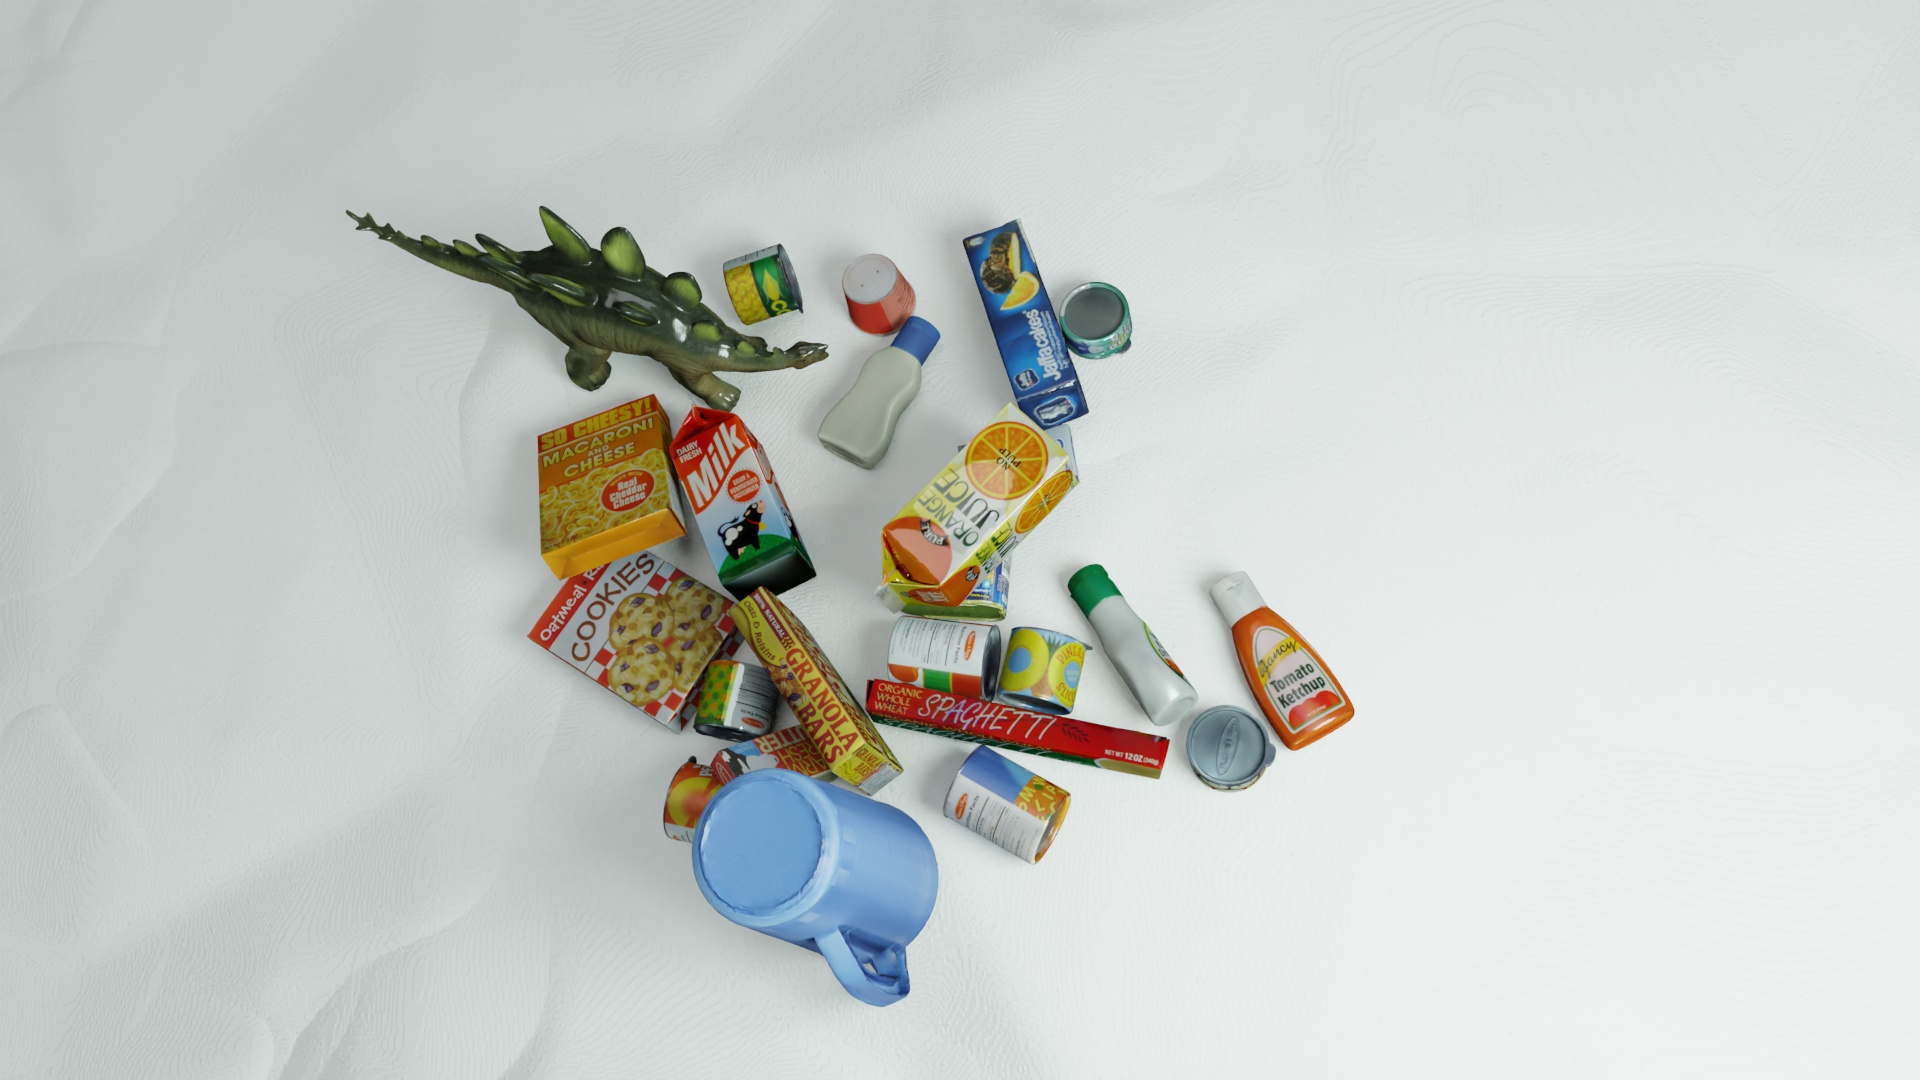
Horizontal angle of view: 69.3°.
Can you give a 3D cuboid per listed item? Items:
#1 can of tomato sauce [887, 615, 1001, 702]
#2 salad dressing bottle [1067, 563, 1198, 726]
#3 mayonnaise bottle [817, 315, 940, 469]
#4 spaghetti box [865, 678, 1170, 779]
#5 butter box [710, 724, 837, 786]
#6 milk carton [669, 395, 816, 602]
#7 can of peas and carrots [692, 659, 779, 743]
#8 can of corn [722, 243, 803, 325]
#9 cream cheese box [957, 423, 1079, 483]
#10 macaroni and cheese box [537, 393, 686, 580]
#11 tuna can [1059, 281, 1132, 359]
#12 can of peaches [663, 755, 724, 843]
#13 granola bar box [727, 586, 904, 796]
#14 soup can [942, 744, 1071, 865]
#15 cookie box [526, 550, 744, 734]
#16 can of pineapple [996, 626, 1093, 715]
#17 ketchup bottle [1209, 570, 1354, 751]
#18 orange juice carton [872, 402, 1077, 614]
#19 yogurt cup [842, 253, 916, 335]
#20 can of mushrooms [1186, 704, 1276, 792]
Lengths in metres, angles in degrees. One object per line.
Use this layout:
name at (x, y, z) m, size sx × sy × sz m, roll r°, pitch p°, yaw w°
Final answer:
can of tomato sauce at (-0.013, 0.101, 1.178) m, size 0.083 × 0.071 × 0.071 m, roll 6°, pitch 70°, yaw 14°
salad dressing bottle at (0.140, 0.084, 1.158) m, size 0.044 × 0.064 × 0.148 m, roll -37°, pitch 59°, yaw 6°
mayonnaise bottle at (-0.070, -0.141, 1.297) m, size 0.065 × 0.041 × 0.148 m, roll 27°, pitch 75°, yaw 18°
spaghetti box at (0.044, 0.154, 1.139) m, size 0.250 × 0.050 × 0.029 m, roll 10°, pitch 71°, yaw 8°
butter box at (-0.152, 0.188, 1.158) m, size 0.053 × 0.104 × 0.024 m, roll 51°, pitch 129°, yaw 23°
milk carton at (-0.205, -0.043, 1.267) m, size 0.073 × 0.072 × 0.191 m, roll -26°, pitch 66°, yaw 1°
can of peas and carrots at (-0.193, 0.140, 1.198) m, size 0.071 × 0.070 × 0.059 m, roll 6°, pitch 70°, yaw 14°
can of corn at (-0.191, -0.246, 1.349) m, size 0.058 × 0.071 × 0.071 m, roll -17°, pitch 67°, yaw 5°
cream cheese box at (0.052, -0.068, 1.252) m, size 0.104 × 0.024 × 0.053 m, roll -11°, pitch 68°, yaw 7°
macaroni and cheese box at (-0.325, -0.052, 1.283) m, size 0.124 × 0.040 × 0.167 m, roll -20°, pitch 46°, yaw 1°
tuna can at (0.127, -0.202, 1.286) m, size 0.071 × 0.032 × 0.071 m, roll -4°, pitch 68°, yaw 10°
can of peaches at (-0.208, 0.221, 1.167) m, size 0.058 × 0.071 × 0.071 m, roll 9°, pitch 71°, yaw 14°
granola bar box at (-0.118, 0.126, 1.155) m, size 0.039 × 0.124 × 0.166 m, roll -36°, pitch 67°, yaw -2°
soup can at (0.040, 0.212, 1.124) m, size 0.084 × 0.071 × 0.071 m, roll 26°, pitch 76°, yaw 18°
cookie box at (-0.288, 0.079, 1.253) m, size 0.167 × 0.040 × 0.123 m, roll 28°, pitch 75°, yaw 19°
can of pineapple at (0.069, 0.109, 1.156) m, size 0.071 × 0.071 × 0.058 m, roll 10°, pitch 72°, yaw 15°
ketchup bottle at (0.257, 0.095, 1.138) m, size 0.065 × 0.043 × 0.149 m, roll -29°, pitch 66°, yaw -1°
orange juice carton at (0.004, -0.014, 1.152) m, size 0.193 × 0.071 × 0.073 m, roll -45°, pitch 70°, yaw -5°
yogurt cup at (-0.080, -0.238, 1.329) m, size 0.072 × 0.053 × 0.072 m, roll -4°, pitch 69°, yaw 10°
can of mushrooms at (0.219, 0.169, 1.121) m, size 0.071 × 0.033 × 0.071 m, roll -4°, pitch 68°, yaw 10°
